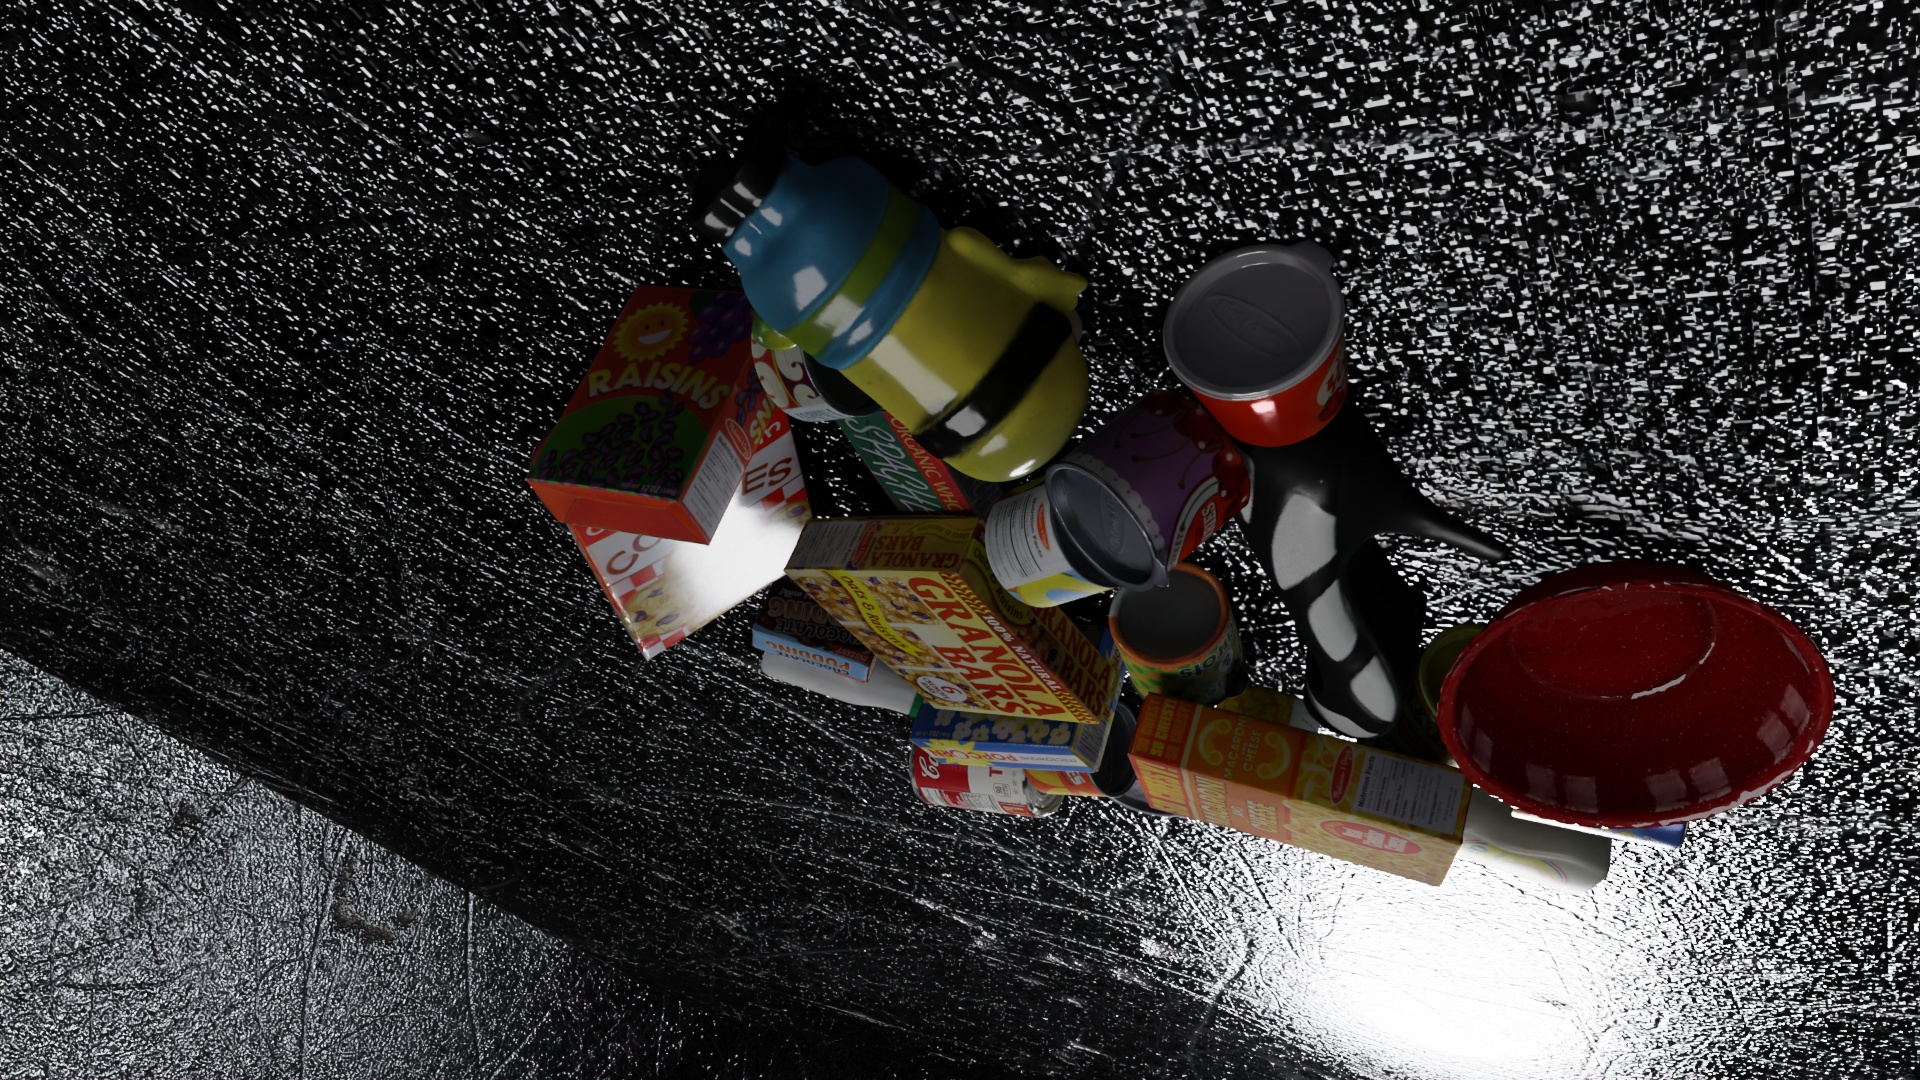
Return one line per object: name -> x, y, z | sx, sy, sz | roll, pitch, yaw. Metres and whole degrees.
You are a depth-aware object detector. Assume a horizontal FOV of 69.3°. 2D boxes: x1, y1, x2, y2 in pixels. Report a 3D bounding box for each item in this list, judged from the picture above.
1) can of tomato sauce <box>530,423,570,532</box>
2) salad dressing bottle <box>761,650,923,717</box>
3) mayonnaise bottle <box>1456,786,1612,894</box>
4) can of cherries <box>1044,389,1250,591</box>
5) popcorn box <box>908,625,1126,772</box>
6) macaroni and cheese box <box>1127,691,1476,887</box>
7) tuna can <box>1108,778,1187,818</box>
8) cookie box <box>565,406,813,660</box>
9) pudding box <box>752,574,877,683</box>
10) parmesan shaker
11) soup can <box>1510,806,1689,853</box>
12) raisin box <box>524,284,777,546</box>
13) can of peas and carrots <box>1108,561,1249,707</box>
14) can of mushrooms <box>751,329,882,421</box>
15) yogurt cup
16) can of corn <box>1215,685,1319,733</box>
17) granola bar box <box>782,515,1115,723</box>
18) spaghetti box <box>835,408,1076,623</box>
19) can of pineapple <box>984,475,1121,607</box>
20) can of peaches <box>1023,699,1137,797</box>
can of tomato sauce -> -0.200, -0.048, 0.786 | 0.071, 0.071, 0.083 | 31, 150, -21
salad dressing bottle -> -0.066, 0.096, 0.992 | 0.148, 0.044, 0.064 | 19, 151, 0
mayonnaise bottle -> 0.331, 0.183, 0.888 | 0.148, 0.041, 0.064 | 17, 154, 4
can of cherries -> 0.080, -0.020, 0.585 | 0.071, 0.058, 0.071 | 44, 158, 22
popcorn box -> 0.038, 0.099, 0.880 | 0.126, 0.085, 0.038 | -4, 145, 38
macaroni and cheese box -> 0.181, 0.134, 0.747 | 0.166, 0.040, 0.123 | 13, 160, 19
tuna can -> 0.139, 0.173, 1.007 | 0.071, 0.033, 0.070 | 16, 153, 9
cookie box -> -0.145, -0.013, 0.758 | 0.040, 0.123, 0.166 | 50, 163, 24
pudding box -> -0.093, 0.059, 0.933 | 0.084, 0.050, 0.030 | 18, 151, 4
parmesan shaker -> 0.261, 0.097, 0.743 | 0.071, 0.071, 0.102 | 18, 152, 4
soup can -> 0.343, 0.127, 0.745 | 0.084, 0.071, 0.071 | 9, 151, 22
raisin box -> -0.136, -0.062, 0.658 | 0.086, 0.124, 0.040 | 7, 148, 23
can of peas and carrots -> 0.121, 0.054, 0.762 | 0.071, 0.071, 0.058 | 6, 149, 25
can of mushrooms -> -0.060, -0.089, 0.624 | 0.033, 0.071, 0.071 | -4, 144, 40
yogurt cup -> 0.118, -0.072, 0.538 | 0.072, 0.072, 0.054 | 4, 157, 28
can of corn -> 0.185, 0.131, 0.870 | 0.071, 0.058, 0.071 | 16, 153, 8
granola bar box -> -0.003, 0.046, 0.796 | 0.124, 0.039, 0.165 | 0, 147, 37
spaghetti box -> 0.003, -0.010, 0.766 | 0.050, 0.029, 0.249 | 4, 149, 28
can of pineapple -> 0.056, -0.003, 0.704 | 0.071, 0.071, 0.057 | 33, 150, -24
can of peaches -> 0.081, 0.141, 0.948 | 0.058, 0.071, 0.071 | -6, 143, 42
